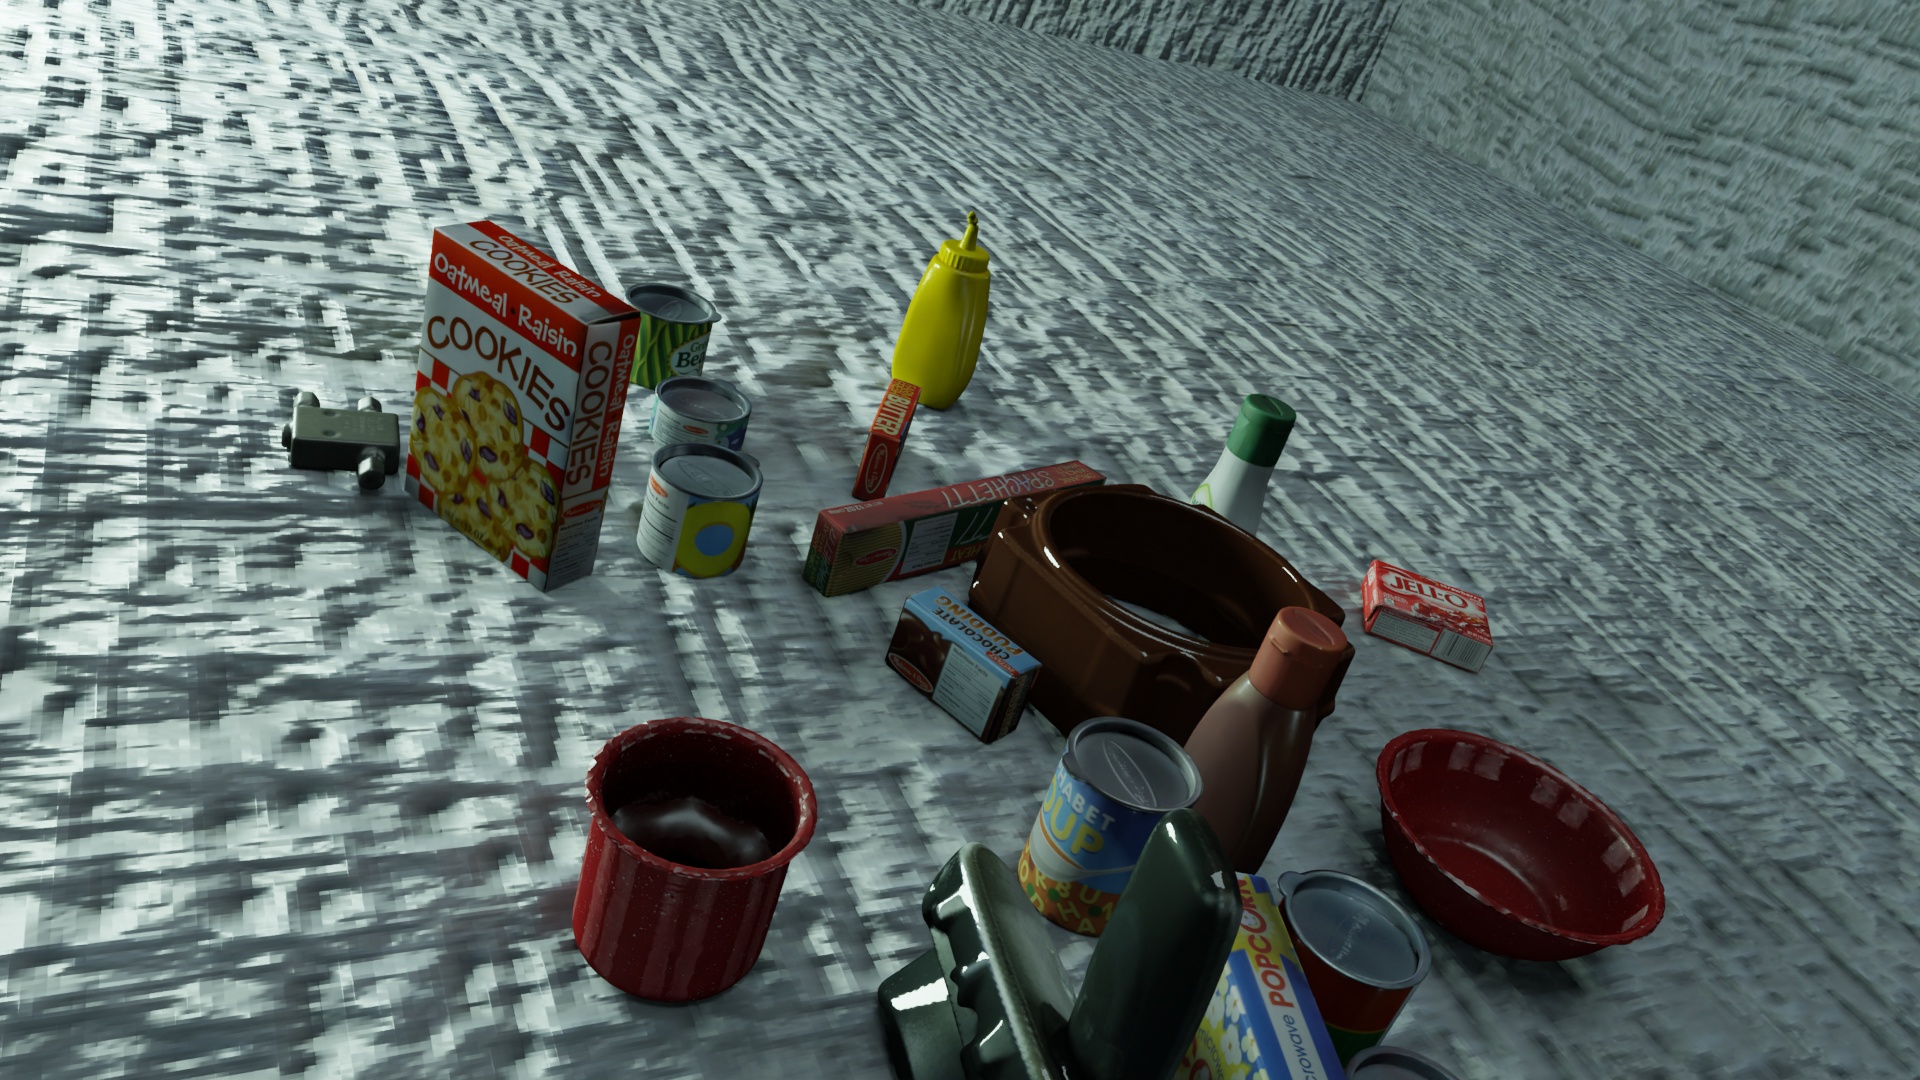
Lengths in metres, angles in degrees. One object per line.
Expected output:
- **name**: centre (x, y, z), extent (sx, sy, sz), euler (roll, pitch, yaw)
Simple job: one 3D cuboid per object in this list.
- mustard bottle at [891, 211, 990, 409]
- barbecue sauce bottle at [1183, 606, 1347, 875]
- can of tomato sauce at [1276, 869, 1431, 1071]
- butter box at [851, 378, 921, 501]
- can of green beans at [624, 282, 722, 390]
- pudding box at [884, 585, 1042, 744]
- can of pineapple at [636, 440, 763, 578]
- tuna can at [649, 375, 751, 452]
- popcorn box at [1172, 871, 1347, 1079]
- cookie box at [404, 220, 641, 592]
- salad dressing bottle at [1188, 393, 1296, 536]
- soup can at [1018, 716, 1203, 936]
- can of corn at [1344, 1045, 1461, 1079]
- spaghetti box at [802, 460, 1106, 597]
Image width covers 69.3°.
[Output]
- **mustard bottle**: centre (-0.007, -0.185, 1.101), extent (0.065, 0.159, 0.049), euler (25, 29, 11)
- **barbecue sauce bottle**: centre (0.150, 0.103, 0.708), extent (0.044, 0.147, 0.065), euler (-2, 35, -34)
- **can of tomato sauce**: centre (0.157, 0.199, 0.615), extent (0.071, 0.082, 0.071), euler (14, 29, -8)
- **butter box**: centre (-0.052, -0.072, 0.991), extent (0.024, 0.052, 0.104), euler (18, 29, -2)
- **can of green beans**: centre (-0.218, -0.149, 1.022), extent (0.071, 0.057, 0.071), euler (14, 29, -8)
- **pudding box**: centre (0.000, 0.069, 0.782), extent (0.084, 0.049, 0.030), euler (35, 33, 28)
- **can of pineapple**: centre (-0.155, -0.019, 0.834), extent (0.071, 0.057, 0.071), euler (14, 29, -8)
- **tuna can**: centre (-0.179, -0.085, 0.960), extent (0.071, 0.032, 0.071), euler (14, 29, -8)
- **popcorn box**: centre (0.110, 0.209, 0.568), extent (0.038, 0.084, 0.127), euler (11, 30, -14)
- **cookie box**: centre (-0.244, -0.074, 0.764), extent (0.123, 0.166, 0.040), euler (32, 31, 22)
- **salad dressing bottle**: centre (0.187, -0.029, 0.959), extent (0.044, 0.147, 0.064), euler (9, 30, -18)
- **soup can**: centre (0.068, 0.137, 0.668), extent (0.071, 0.083, 0.072), euler (14, 29, -8)
- **can of corn**: centre (0.174, 0.252, 0.559), extent (0.071, 0.058, 0.071), euler (14, 29, -8)
- **spaghetti box**: centre (0.003, -0.012, 0.922), extent (0.251, 0.050, 0.029), euler (-14, 42, -44)
